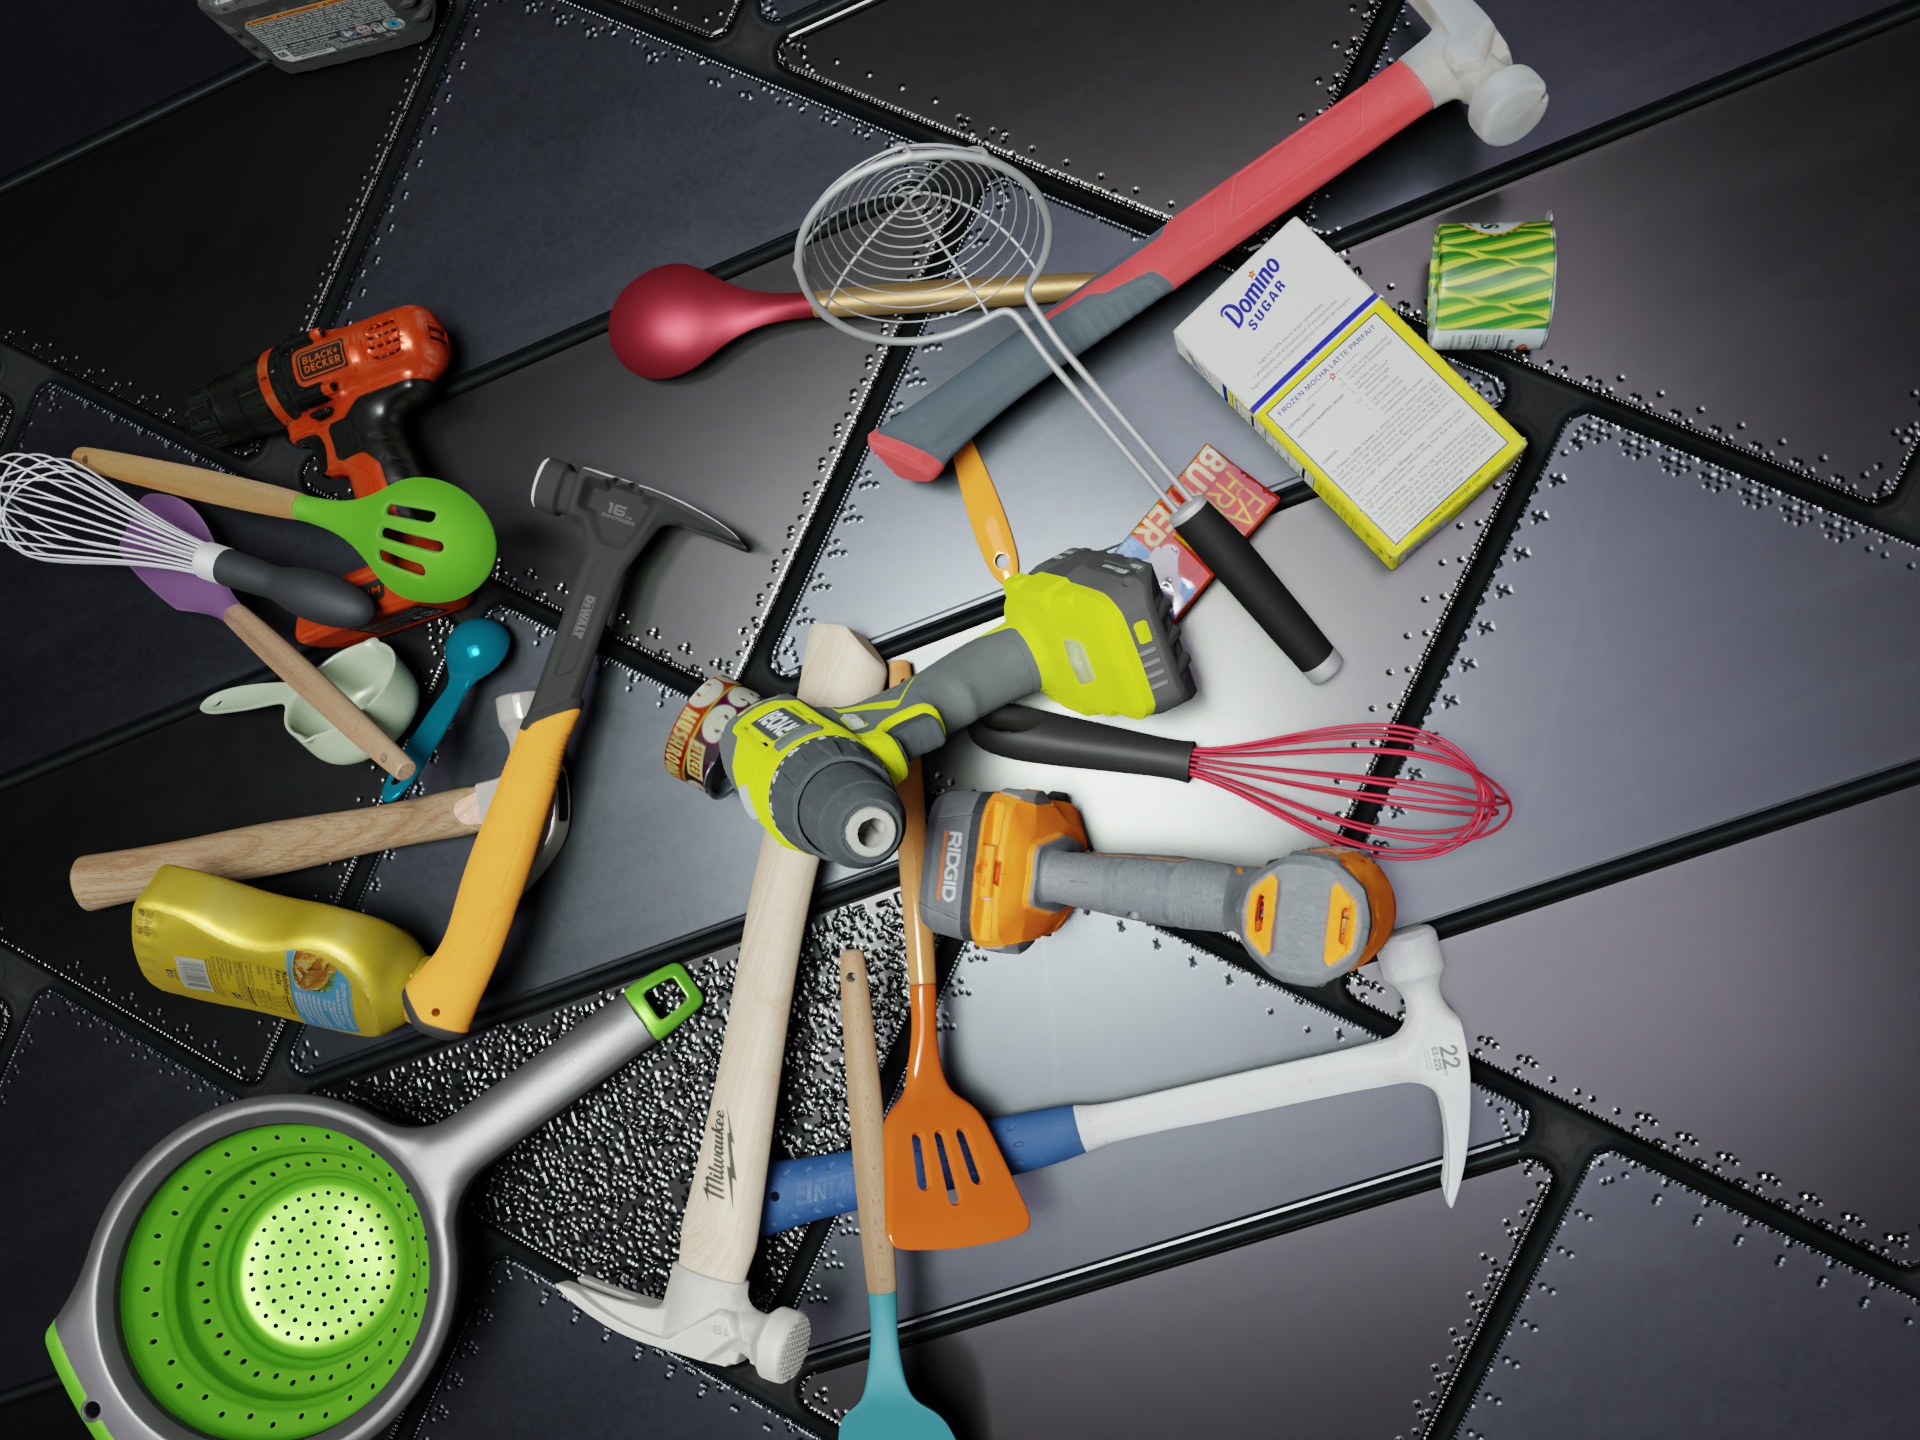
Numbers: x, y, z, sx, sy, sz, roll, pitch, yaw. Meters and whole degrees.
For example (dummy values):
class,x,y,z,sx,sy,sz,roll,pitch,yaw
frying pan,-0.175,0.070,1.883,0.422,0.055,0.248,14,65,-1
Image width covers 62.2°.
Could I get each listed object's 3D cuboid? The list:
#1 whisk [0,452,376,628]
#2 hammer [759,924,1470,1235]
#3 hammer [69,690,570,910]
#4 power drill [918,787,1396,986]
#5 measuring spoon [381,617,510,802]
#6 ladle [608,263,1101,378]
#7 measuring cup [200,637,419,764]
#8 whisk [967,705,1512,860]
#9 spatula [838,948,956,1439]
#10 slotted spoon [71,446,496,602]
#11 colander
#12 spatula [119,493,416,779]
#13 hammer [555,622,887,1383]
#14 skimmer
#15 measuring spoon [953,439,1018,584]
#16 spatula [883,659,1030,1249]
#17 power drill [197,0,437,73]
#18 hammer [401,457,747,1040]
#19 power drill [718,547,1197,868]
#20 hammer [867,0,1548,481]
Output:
class,x,y,z,sx,sy,sz,roll,pitch,yaw
whisk,-0.467,-0.103,0.944,0.284,0.070,0.070,17,91,14
hammer,0.078,0.229,0.879,0.405,0.035,0.144,-15,85,10
hammer,-0.396,0.076,0.977,0.331,0.031,0.130,-11,86,11
power drill,0.111,0.087,0.830,0.226,0.164,0.084,6,89,23
measuring spoon,-0.311,-0.010,0.941,0.042,0.021,0.129,11,63,29
ladle,-0.060,-0.243,0.928,0.315,0.031,0.069,-2,87,9
measuring cup,-0.402,-0.005,0.977,0.167,0.038,0.083,-3,48,29
whisk,0.145,0.026,0.863,0.296,0.073,0.073,9,90,17
spatula,-0.044,0.283,0.873,0.082,0.044,0.317,-5,89,11
slotted spoon,-0.408,-0.128,0.935,0.314,0.031,0.070,14,98,21
colander,-0.319,0.274,0.937,0.397,0.094,0.204,-35,81,-10
spatula,-0.419,-0.053,0.950,0.316,0.018,0.060,35,100,28
hammer,-0.119,0.146,0.901,0.146,0.038,0.411,9,83,21
skimmer,0.070,-0.139,0.810,0.127,0.090,0.363,-34,105,36
measuring spoon,0.009,-0.133,0.916,0.021,0.011,0.117,-20,85,10
spatula,-0.019,0.120,0.875,0.081,0.041,0.323,1,75,-22
power drill,-0.409,-0.528,0.980,0.171,0.080,0.223,-10,82,10
hammer,-0.236,0.023,0.918,0.127,0.034,0.337,19,85,2
power drill,-0.001,-0.003,0.804,0.228,0.191,0.080,-27,108,-14
hammer,0.108,-0.262,0.864,0.386,0.038,0.143,-33,58,12
